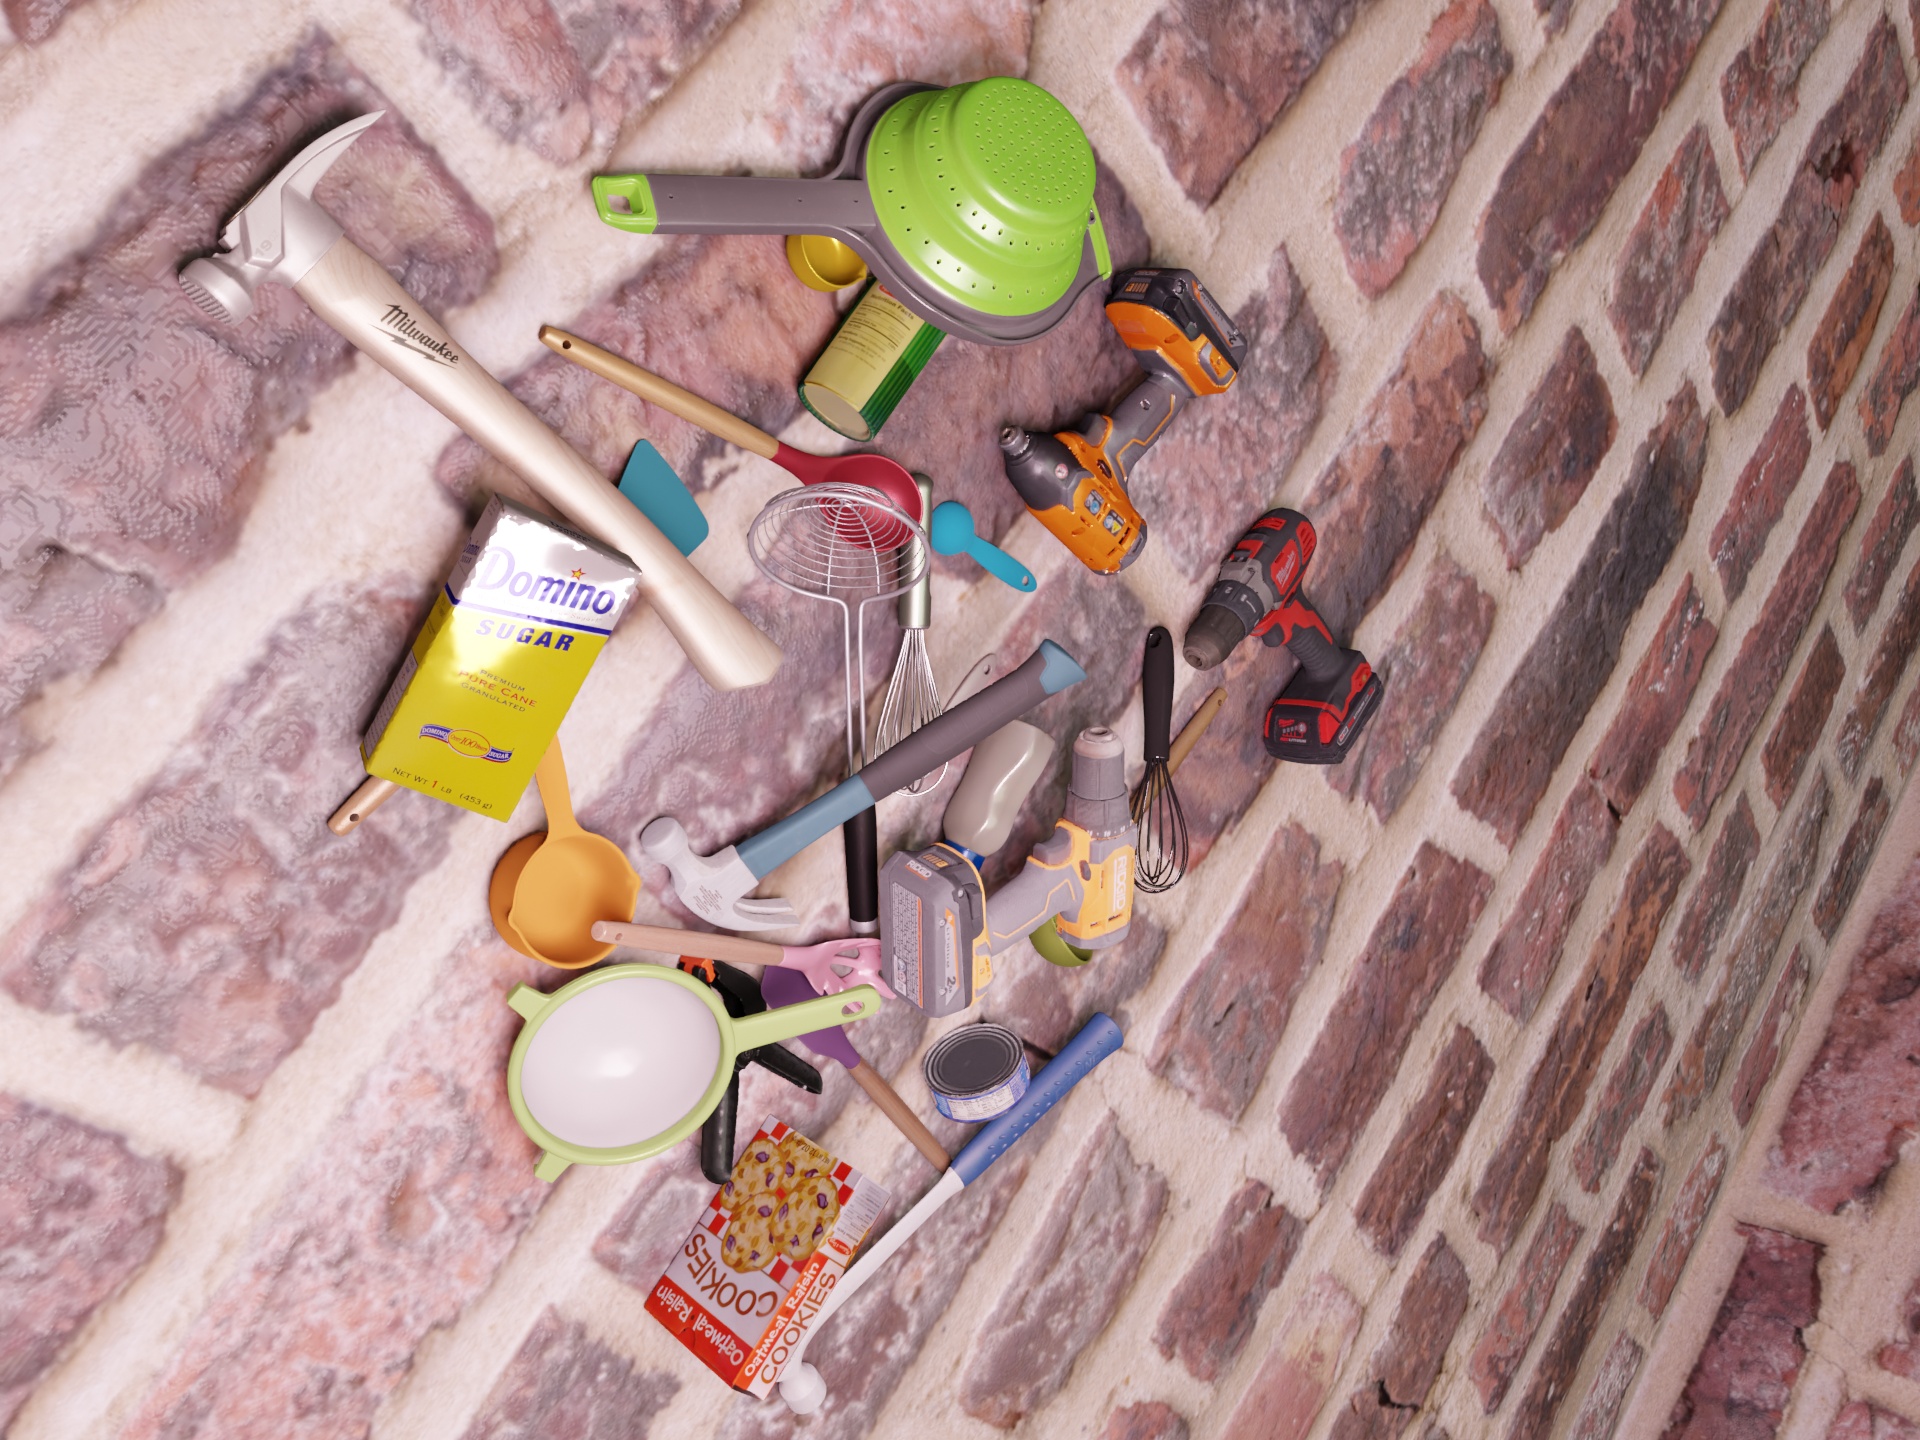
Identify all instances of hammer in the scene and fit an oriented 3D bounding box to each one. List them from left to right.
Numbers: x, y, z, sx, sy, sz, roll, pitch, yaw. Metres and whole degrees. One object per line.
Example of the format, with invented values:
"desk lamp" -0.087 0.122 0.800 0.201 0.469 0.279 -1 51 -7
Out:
"hammer" -0.249 -0.166 0.960 0.410 0.038 0.146 45 69 -31
"hammer" -0.056 0.040 1.138 0.331 0.033 0.128 -32 127 -5
"hammer" -0.012 0.384 1.319 0.405 0.035 0.143 -39 129 -25

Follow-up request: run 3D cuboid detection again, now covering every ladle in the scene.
"ladle" -0.149 -0.194 1.085 0.315 0.031 0.069 22 93 -41
"ladle" 0.160 0.086 1.413 0.320 0.062 0.078 -50 120 -24

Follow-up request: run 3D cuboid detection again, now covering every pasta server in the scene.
"pasta server" -0.142 0.168 1.132 0.316 0.040 0.060 22 90 -56

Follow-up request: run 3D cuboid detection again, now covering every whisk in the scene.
"whisk" -0.034 -0.064 1.208 0.059 0.058 0.246 1 97 -13
"whisk" 0.173 0.032 1.383 0.055 0.055 0.239 16 71 -43

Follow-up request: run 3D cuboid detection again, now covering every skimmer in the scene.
"skimmer" -0.082 0.002 1.149 0.090 0.127 0.363 -75 165 -69

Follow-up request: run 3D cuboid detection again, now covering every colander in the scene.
"colander" -0.043 -0.358 1.052 0.397 0.094 0.204 -11 80 -32

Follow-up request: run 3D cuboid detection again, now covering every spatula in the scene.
"spatula" -0.279 -0.046 1.008 0.317 0.044 0.082 -47 127 -18
"spatula" -0.074 0.284 1.270 0.315 0.018 0.060 57 32 -37

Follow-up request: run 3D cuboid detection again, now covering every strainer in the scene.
"strainer" -0.184 0.209 1.093 0.256 0.069 0.151 -11 114 -21

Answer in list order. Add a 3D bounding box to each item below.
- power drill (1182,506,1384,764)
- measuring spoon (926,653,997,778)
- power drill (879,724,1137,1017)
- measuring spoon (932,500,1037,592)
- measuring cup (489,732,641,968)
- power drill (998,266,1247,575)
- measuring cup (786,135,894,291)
"power drill" 0.295 -0.059 1.479 0.188 0.080 0.226 -51 126 -28
"measuring spoon" -0.002 -0.004 1.268 0.124 0.018 0.034 -55 130 -19
"power drill" 0.048 0.113 1.229 0.226 0.084 0.185 -18 119 -35
"measuring spoon" 0.025 -0.132 1.258 0.128 0.021 0.042 30 80 -41
"measuring cup" -0.269 0.073 1.030 0.095 0.052 0.173 -16 100 -40
"power drill" 0.125 -0.252 1.282 0.164 0.084 0.226 37 79 -40
"measuring cup" -0.075 -0.364 1.116 0.062 0.029 0.157 41 60 -32
